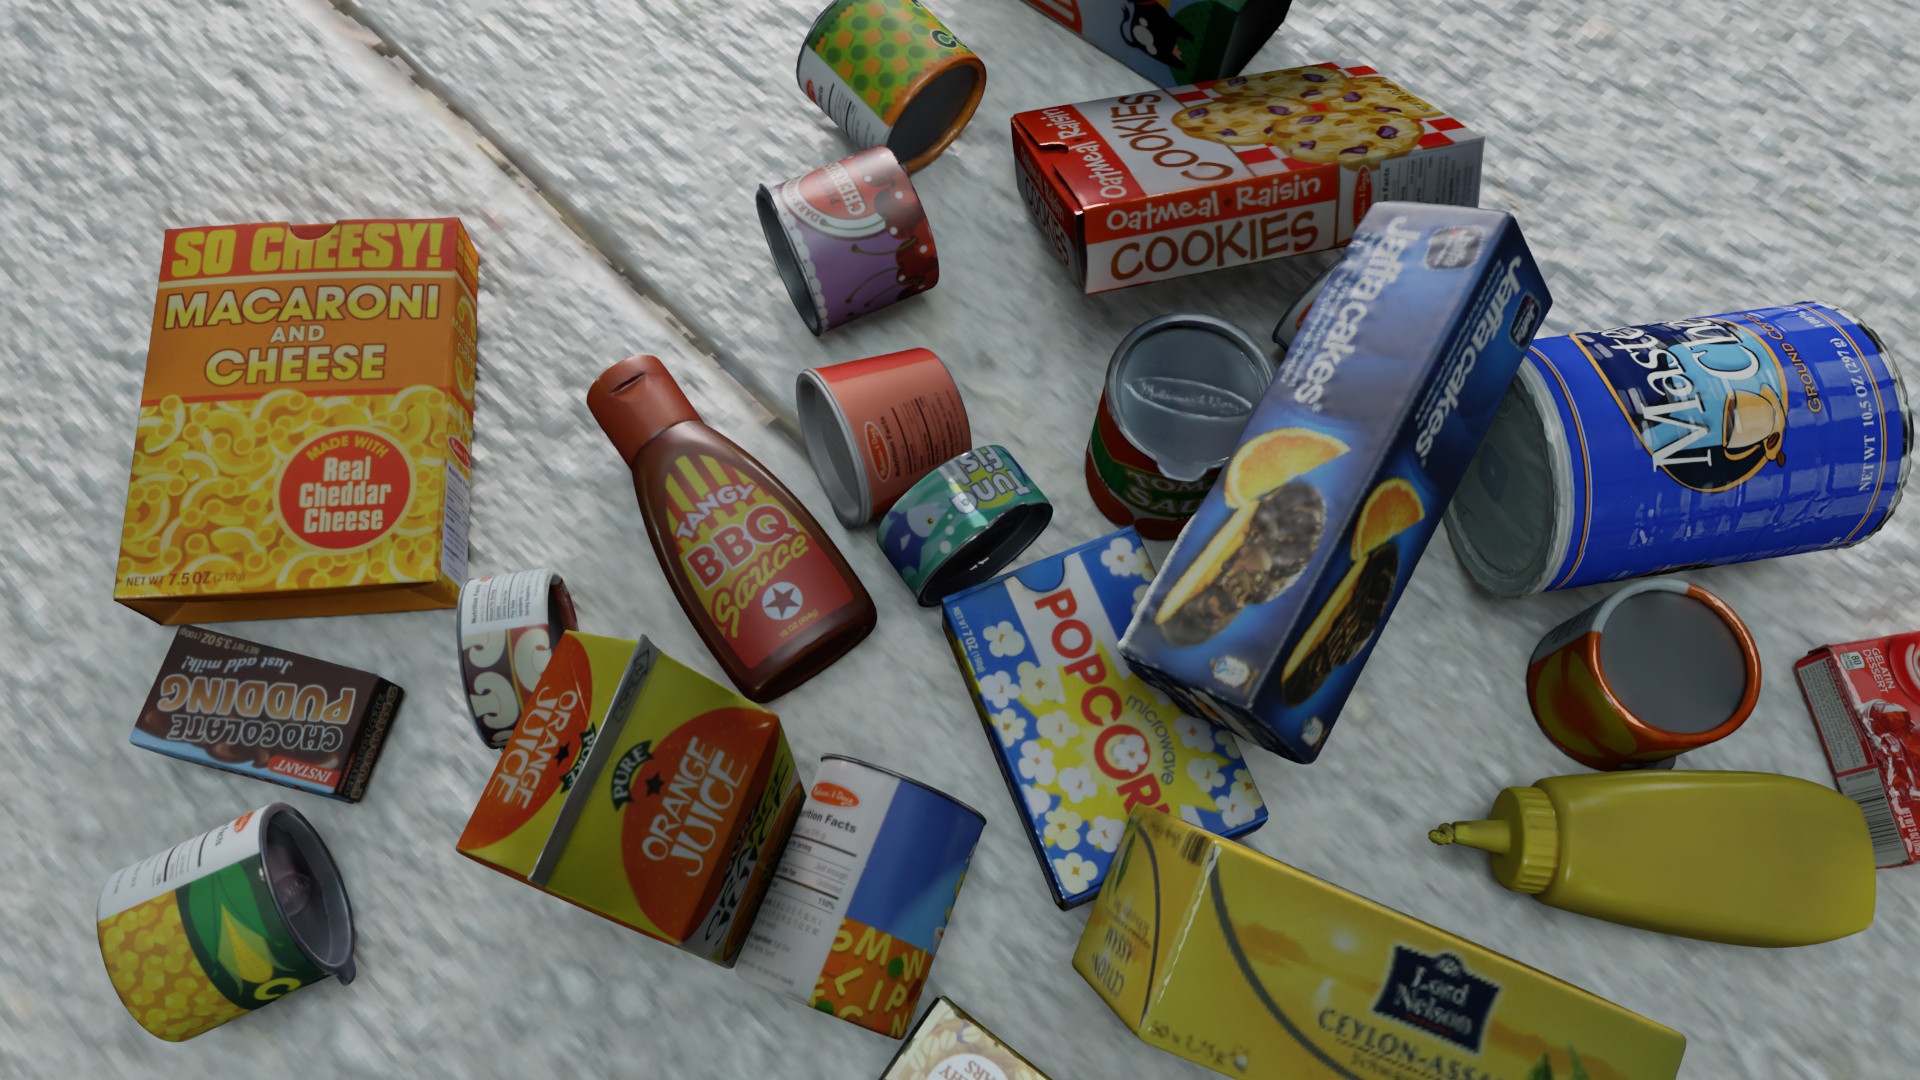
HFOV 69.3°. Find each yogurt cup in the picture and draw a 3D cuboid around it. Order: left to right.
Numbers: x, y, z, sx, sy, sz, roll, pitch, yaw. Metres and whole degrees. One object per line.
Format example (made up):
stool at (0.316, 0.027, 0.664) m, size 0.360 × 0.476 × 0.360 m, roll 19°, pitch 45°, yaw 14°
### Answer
yogurt cup at (-0.031, -0.046, 0.571) m, size 0.054 × 0.072 × 0.072 m, roll -21°, pitch 72°, yaw -17°

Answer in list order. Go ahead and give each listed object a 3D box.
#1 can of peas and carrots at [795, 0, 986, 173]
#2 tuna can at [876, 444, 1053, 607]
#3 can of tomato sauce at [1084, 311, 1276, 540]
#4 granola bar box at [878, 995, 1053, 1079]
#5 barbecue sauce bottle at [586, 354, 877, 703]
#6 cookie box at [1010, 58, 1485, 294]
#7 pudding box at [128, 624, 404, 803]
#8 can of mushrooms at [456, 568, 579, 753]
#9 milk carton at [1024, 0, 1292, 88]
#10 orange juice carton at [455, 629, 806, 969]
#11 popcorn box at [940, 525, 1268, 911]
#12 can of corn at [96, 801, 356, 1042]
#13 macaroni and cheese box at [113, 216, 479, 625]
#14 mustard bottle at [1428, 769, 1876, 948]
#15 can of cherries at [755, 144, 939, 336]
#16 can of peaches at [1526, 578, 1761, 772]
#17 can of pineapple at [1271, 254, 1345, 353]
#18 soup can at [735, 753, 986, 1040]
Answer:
can of peas and carrots at (-0.029, -0.210, 0.627) m, size 0.071 × 0.070 × 0.059 m, roll -40°, pitch 77°, yaw -14°
tuna can at (0.002, -0.007, 0.553) m, size 0.071 × 0.071 × 0.033 m, roll -33°, pitch 74°, yaw -12°
can of tomato sauce at (0.087, -0.042, 0.562) m, size 0.071 × 0.083 × 0.071 m, roll 1°, pitch 71°, yaw -2°
granola bar box at (0.023, 0.258, 0.475) m, size 0.166 × 0.039 × 0.124 m, roll 34°, pitch 73°, yaw 10°
barbecue sauce bottle at (-0.099, -0.009, 0.565) m, size 0.065 × 0.043 × 0.149 m, roll -34°, pitch 74°, yaw -12°
cookie box at (0.116, -0.161, 0.596) m, size 0.168 × 0.040 × 0.123 m, roll -11°, pitch 35°, yaw -6°
pudding box at (-0.268, 0.068, 0.539) m, size 0.084 × 0.030 × 0.050 m, roll 14°, pitch 71°, yaw 3°
can of mushrooms at (-0.167, 0.047, 0.532) m, size 0.033 × 0.070 × 0.071 m, roll -9°, pitch 71°, yaw -6°
milk carton at (0.064, -0.295, 0.658) m, size 0.191 × 0.073 × 0.072 m, roll 36°, pitch 73°, yaw 11°
orange juice carton at (-0.101, 0.088, 0.451) m, size 0.073 × 0.192 × 0.072 m, roll 21°, pitch 70°, yaw 5°
popcorn box at (0.054, 0.069, 0.545) m, size 0.085 × 0.038 × 0.127 m, roll -21°, pitch 72°, yaw -8°
can of corn at (-0.259, 0.138, 0.496) m, size 0.058 × 0.071 × 0.071 m, roll -23°, pitch 73°, yaw -9°
macaroni and cheese box at (-0.269, -0.053, 0.577) m, size 0.124 × 0.040 × 0.167 m, roll -3°, pitch 71°, yaw -4°
mustard bottle at (0.257, 0.116, 0.529) m, size 0.160 × 0.048 × 0.065 m, roll 6°, pitch 73°, yaw 1°
can of cherries at (-0.049, -0.131, 0.596) m, size 0.058 × 0.071 × 0.071 m, roll -24°, pitch 73°, yaw -10°
can of peaches at (0.269, 0.056, 0.546) m, size 0.071 × 0.058 × 0.071 m, roll 1°, pitch 70°, yaw -2°
can of pineapple at (0.178, -0.088, 0.592) m, size 0.071 × 0.070 × 0.058 m, roll -36°, pitch 76°, yaw -13°
soup can at (-0.034, 0.130, 0.507) m, size 0.071 × 0.071 × 0.084 m, roll 20°, pitch 72°, yaw 5°
